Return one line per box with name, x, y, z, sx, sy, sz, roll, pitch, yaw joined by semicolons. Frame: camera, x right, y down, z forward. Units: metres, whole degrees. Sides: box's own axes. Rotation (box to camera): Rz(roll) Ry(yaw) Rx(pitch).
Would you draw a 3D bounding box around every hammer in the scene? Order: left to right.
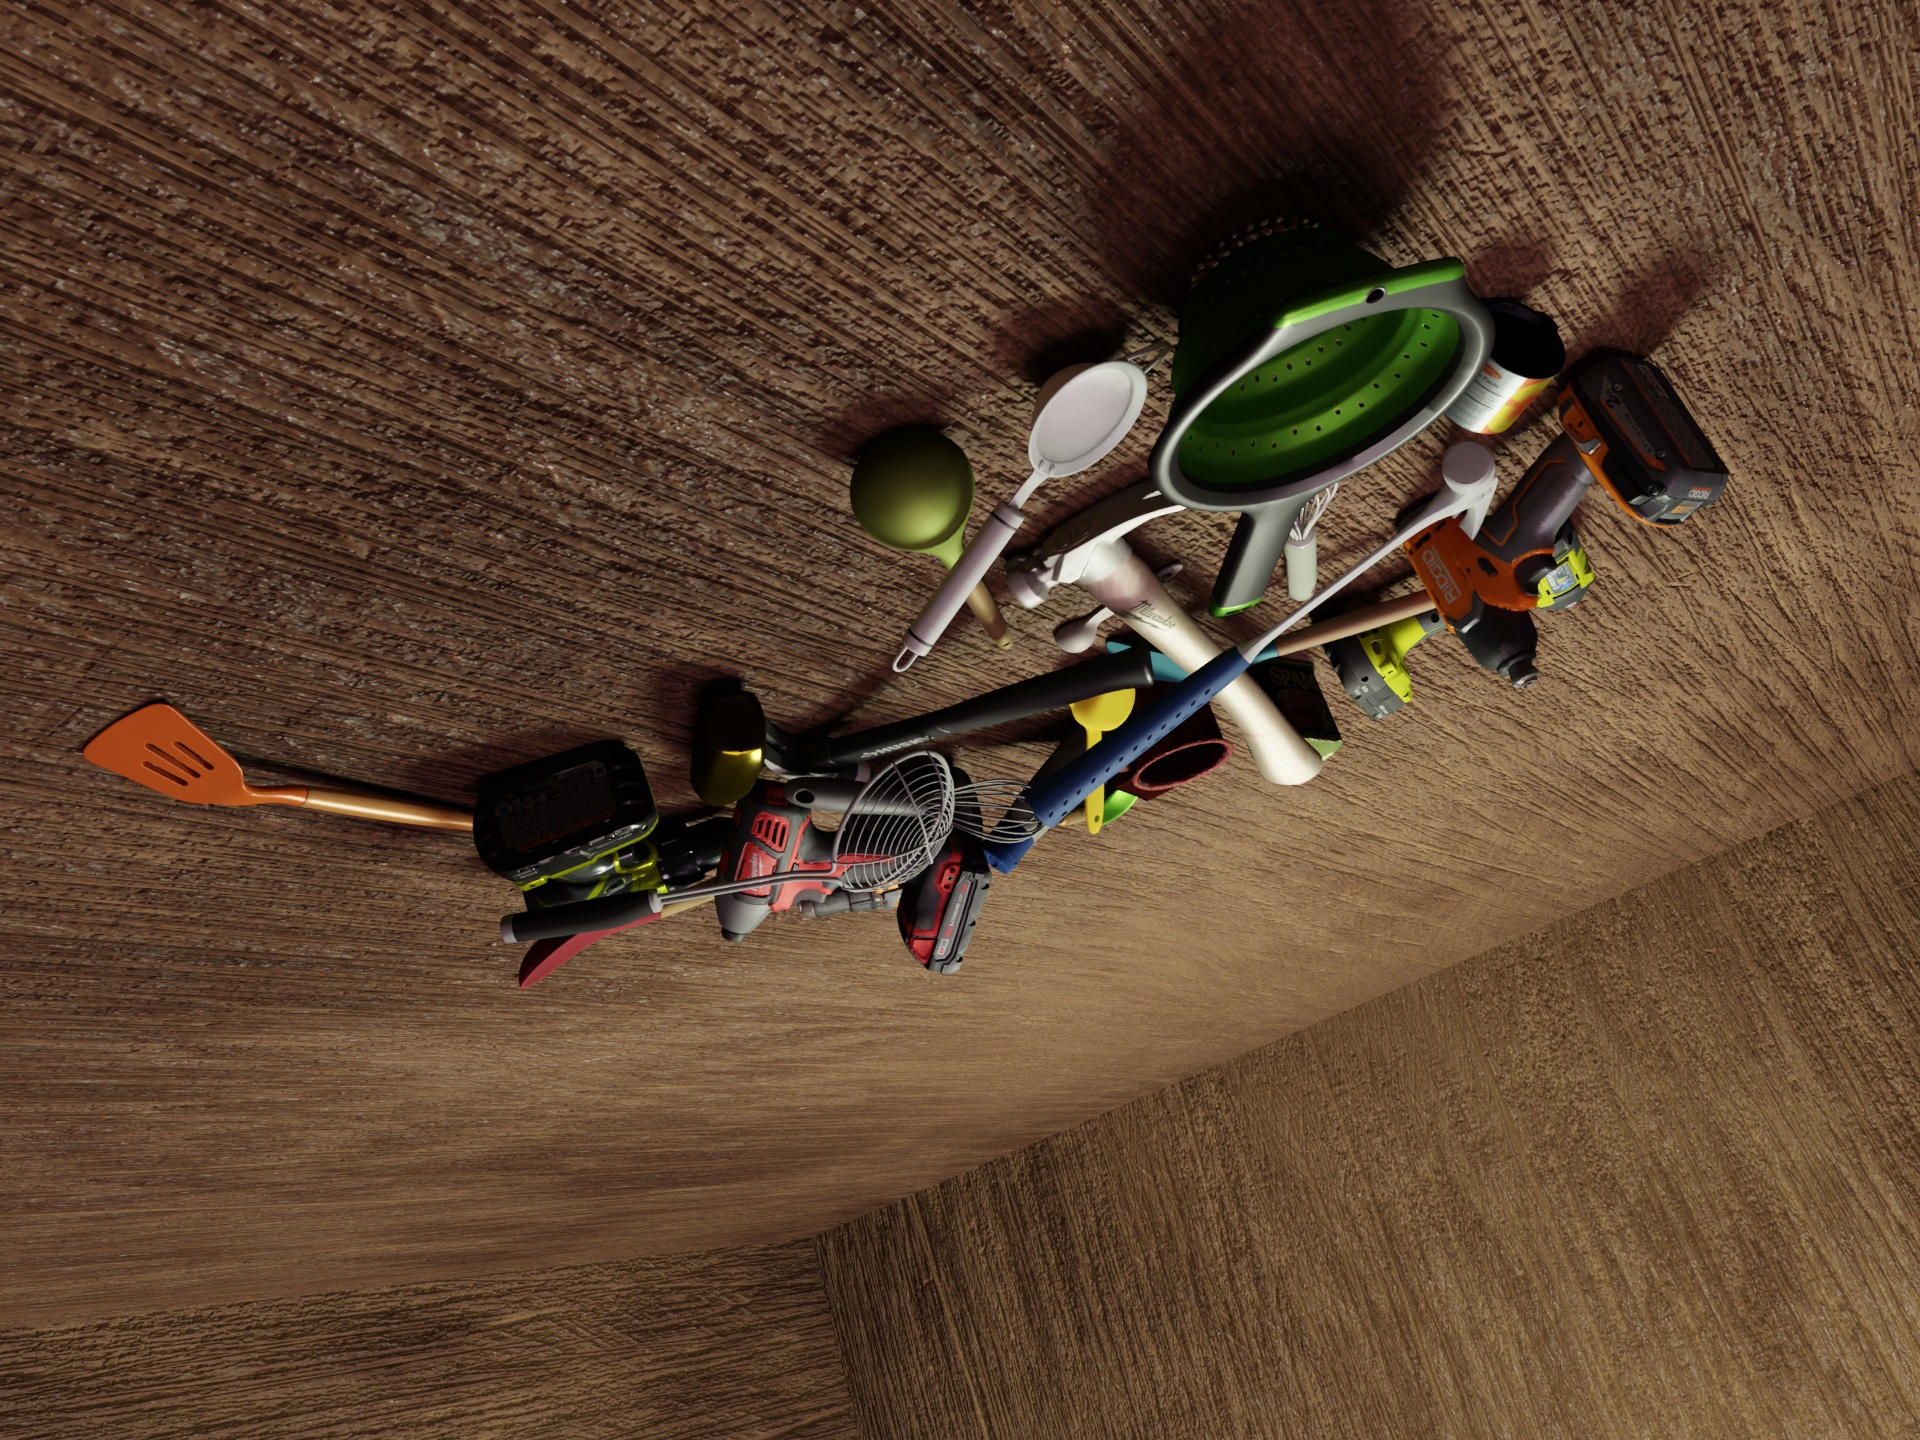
hammer;-0.002;-0.004;1.230;0.335;0.035;0.146;-16;160;29
hammer;0.200;-0.050;1.245;0.146;0.038;0.410;-28;141;21
hammer;0.217;-0.053;1.163;0.405;0.035;0.144;-38;164;12

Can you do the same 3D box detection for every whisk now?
whisk;-0.033;0.067;1.319;0.238;0.055;0.055;7;148;-24
whisk;0.251;-0.143;1.186;0.059;0.058;0.246;13;166;17

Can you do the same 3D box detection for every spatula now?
spatula;-0.450;0.048;1.130;0.081;0.041;0.322;-27;159;21
spatula;0.280;-0.078;1.303;0.317;0.044;0.082;-17;157;9

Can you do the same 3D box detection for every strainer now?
strainer;0.032;-0.133;0.967;0.258;0.050;0.086;-54;149;14

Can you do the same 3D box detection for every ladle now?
ladle;-0.233;0.152;1.344;0.315;0.031;0.069;-20;162;-37
ladle;-0.003;-0.109;1.092;0.078;0.062;0.320;-31;162;3

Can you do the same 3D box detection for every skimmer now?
skimmer;-0.180;0.106;1.249;0.363;0.090;0.127;-11;142;2

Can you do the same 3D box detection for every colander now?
colander;0.189;-0.183;0.989;0.204;0.095;0.396;-17;160;-8

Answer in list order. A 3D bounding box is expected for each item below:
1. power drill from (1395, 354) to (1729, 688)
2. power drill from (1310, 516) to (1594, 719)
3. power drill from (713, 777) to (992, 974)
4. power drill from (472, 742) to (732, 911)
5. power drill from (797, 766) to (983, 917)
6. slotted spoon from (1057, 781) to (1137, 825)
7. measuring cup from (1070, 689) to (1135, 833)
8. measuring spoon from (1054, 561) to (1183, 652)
power drill;0.440;-0.138;1.172;0.084;0.164;0.226;-3;150;-37
power drill;0.432;-0.093;1.373;0.223;0.080;0.171;-30;153;18
power drill;-0.097;0.138;1.343;0.219;0.079;0.143;14;110;-16
power drill;-0.282;0.101;1.296;0.190;0.080;0.228;-21;159;-5
power drill;-0.068;0.128;1.502;0.185;0.084;0.226;-13;160;-8
slotted spoon;0.123;0.079;1.476;0.070;0.031;0.313;-47;170;11
measuring cup;0.123;0.027;1.351;0.062;0.156;0.029;-18;-154;-39
measuring spoon;0.126;-0.086;1.244;0.124;0.018;0.034;-34;151;30
